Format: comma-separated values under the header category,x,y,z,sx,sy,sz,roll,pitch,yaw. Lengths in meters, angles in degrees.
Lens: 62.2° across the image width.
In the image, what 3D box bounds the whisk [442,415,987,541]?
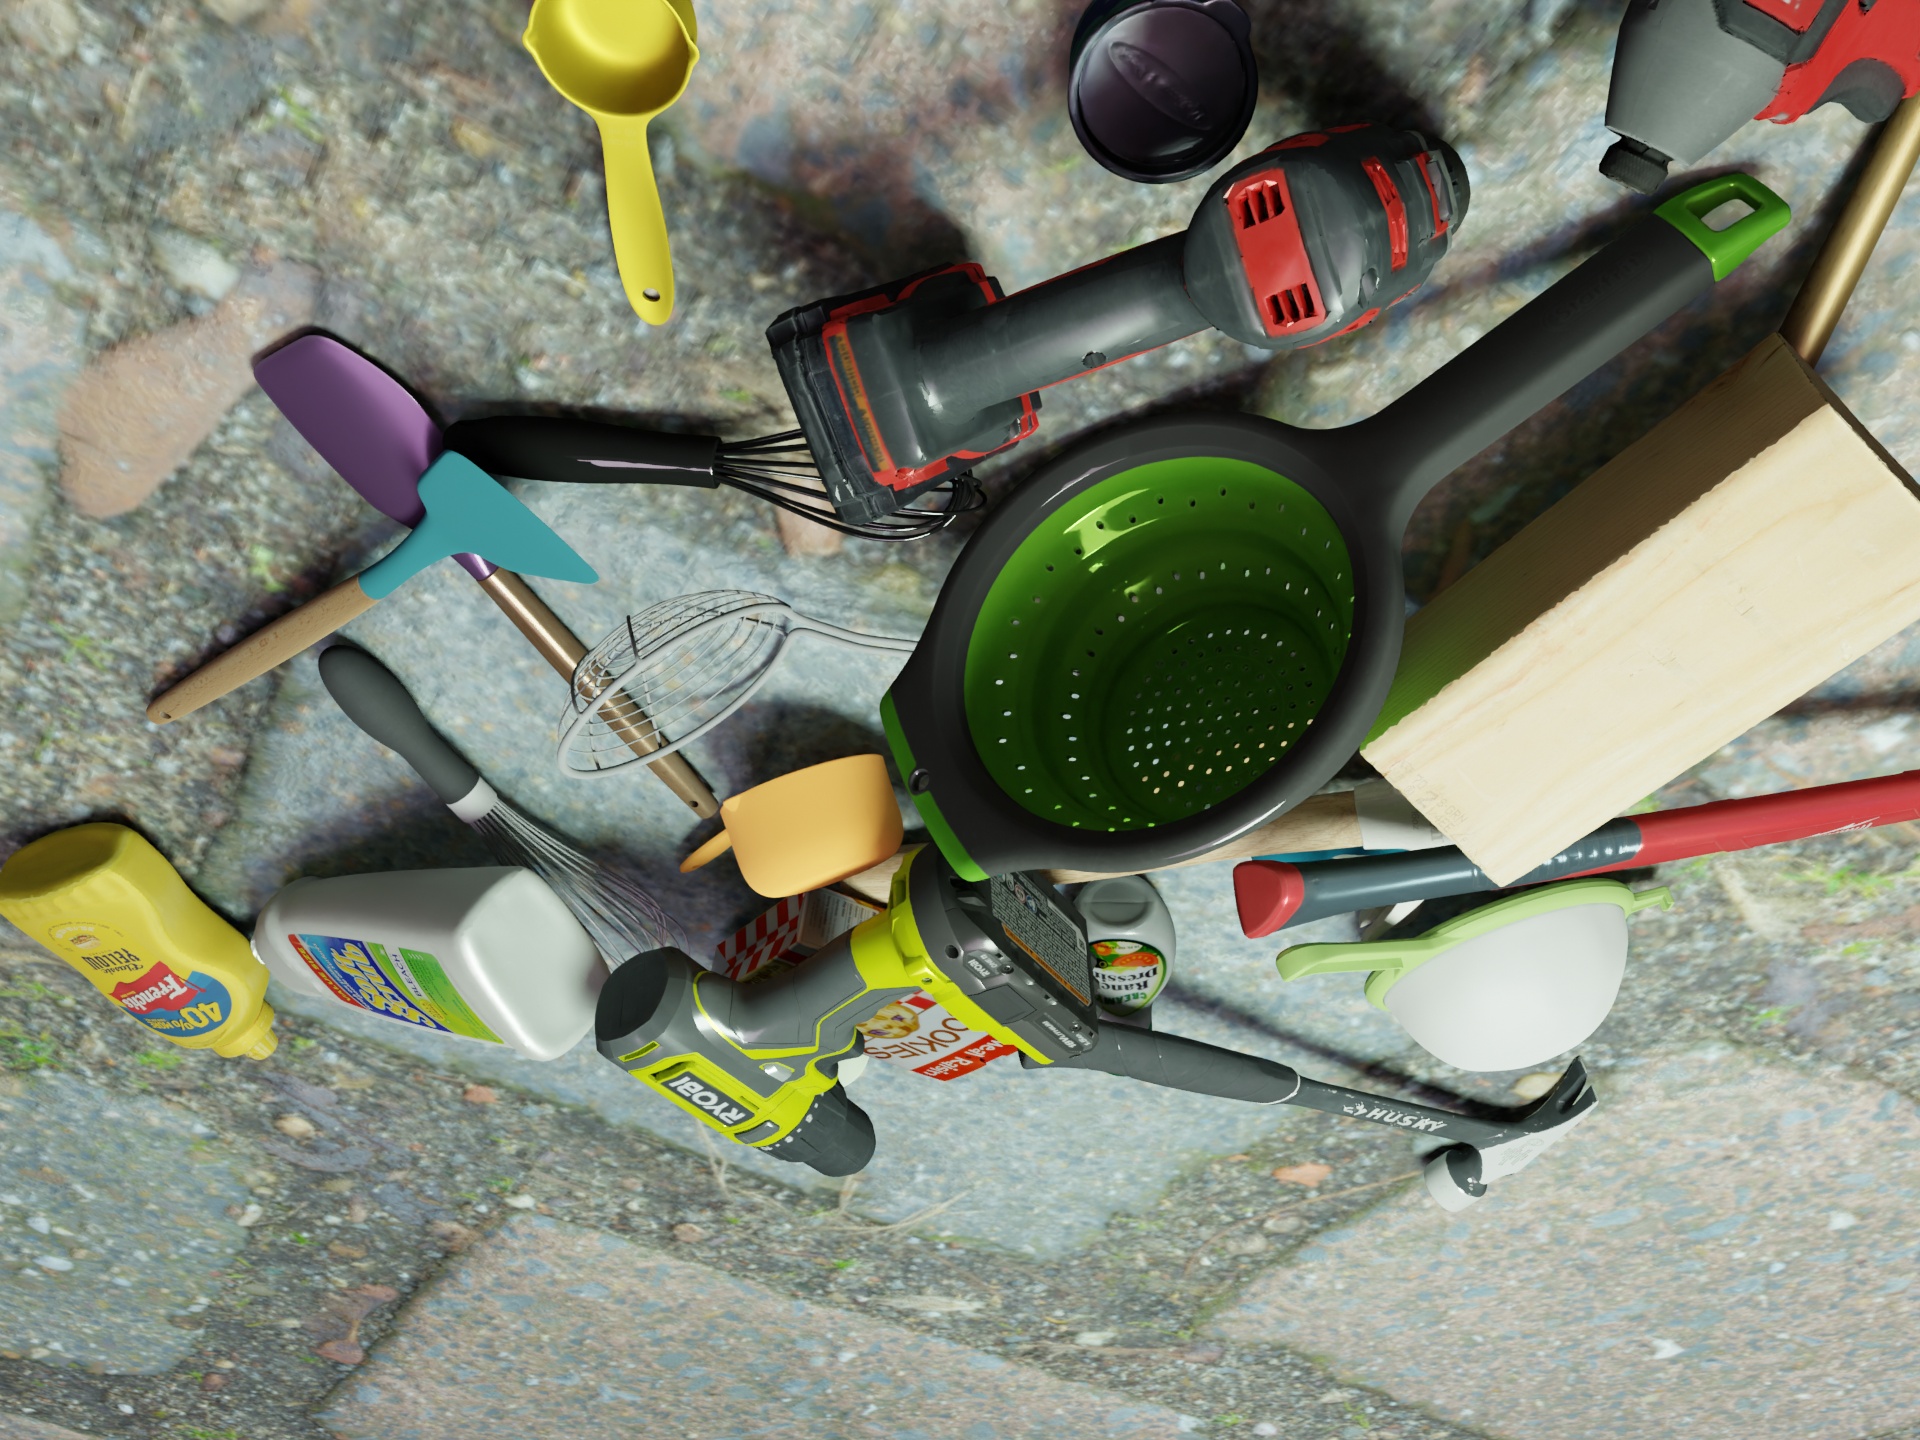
category,x,y,z,sx,sy,sz,roll,pitch,yaw
whisk,-0.107,-0.109,0.685,0.239,0.055,0.055,5,134,4

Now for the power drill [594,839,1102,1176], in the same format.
category,x,y,z,sx,sy,sz,roll,pitch,yaw
power drill,-0.046,0.158,0.820,0.228,0.080,0.190,-27,129,23

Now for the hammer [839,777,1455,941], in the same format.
category,x,y,z,sx,sy,sz,roll,pitch,yaw
hammer,0.094,0.068,0.837,0.331,0.031,0.130,-9,112,18

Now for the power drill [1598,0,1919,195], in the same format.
category,x,y,z,sx,sy,sz,roll,pitch,yaw
power drill,0.323,-0.209,0.520,0.219,0.079,0.143,21,114,-12

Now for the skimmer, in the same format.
category,x,y,z,sx,sy,sz,roll,pitch,yaw
skimmer,-0.001,-0.002,0.750,0.363,0.090,0.127,6,160,-4

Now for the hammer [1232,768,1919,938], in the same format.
category,x,y,z,sx,sy,sz,roll,pitch,yaw
hammer,0.324,0.060,0.758,0.386,0.038,0.143,-10,162,5

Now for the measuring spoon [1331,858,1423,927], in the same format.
category,x,y,z,sx,sy,sz,roll,pitch,yaw
measuring spoon,0.202,0.089,0.875,0.124,0.018,0.034,22,132,-16

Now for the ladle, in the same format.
category,x,y,z,sx,sy,sz,roll,pitch,yaw
ladle,0.314,-0.104,0.644,0.069,0.031,0.315,11,124,-3

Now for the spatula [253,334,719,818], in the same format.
category,x,y,z,sx,sy,sz,roll,pitch,yaw
spatula,-0.208,-0.055,0.763,0.060,0.018,0.315,-19,129,22

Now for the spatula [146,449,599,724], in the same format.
category,x,y,z,sx,sy,sz,roll,pitch,yaw
spatula,-0.296,-0.048,0.744,0.317,0.044,0.082,-22,130,31

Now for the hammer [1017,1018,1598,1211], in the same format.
category,x,y,z,sx,sy,sz,roll,pitch,yaw
hammer,0.206,0.220,0.947,0.408,0.036,0.149,18,131,-27

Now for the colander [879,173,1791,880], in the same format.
category,x,y,z,sx,sy,sz,roll,pitch,yaw
colander,0.157,-0.067,0.649,0.397,0.205,0.094,-36,142,11

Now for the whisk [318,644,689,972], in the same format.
category,x,y,z,sx,sy,sz,roll,pitch,yaw
whisk,-0.243,0.063,0.860,0.070,0.070,0.284,-21,124,22

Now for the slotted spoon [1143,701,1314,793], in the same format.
category,x,y,z,sx,sy,sz,roll,pitch,yaw
slotted spoon,0.215,-0.019,0.737,0.314,0.031,0.070,-21,127,13

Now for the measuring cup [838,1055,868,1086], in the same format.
category,x,y,z,sx,sy,sz,roll,pitch,yaw
measuring cup,-0.091,0.235,1.022,0.083,0.038,0.167,0,132,4

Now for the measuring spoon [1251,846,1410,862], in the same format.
category,x,y,z,sx,sy,sz,roll,pitch,yaw
measuring spoon,0.219,0.068,0.846,0.128,0.021,0.042,-4,115,5

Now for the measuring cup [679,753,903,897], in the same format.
category,x,y,z,sx,sy,sz,roll,pitch,yaw
measuring cup,-0.097,0.072,0.836,0.095,0.052,0.173,-10,164,-42

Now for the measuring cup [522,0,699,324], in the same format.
category,x,y,z,sx,sy,sz,roll,pitch,yaw
measuring cup,-0.123,-0.217,0.601,0.062,0.029,0.156,4,146,0

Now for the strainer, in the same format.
category,x,y,z,sx,sy,sz,roll,pitch,yaw
strainer,0.259,0.143,0.820,0.256,0.069,0.151,5,145,-39

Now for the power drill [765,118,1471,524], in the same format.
category,x,y,z,sx,sy,sz,roll,pitch,yaw
power drill,0.066,-0.151,0.568,0.227,0.188,0.080,-12,105,34
